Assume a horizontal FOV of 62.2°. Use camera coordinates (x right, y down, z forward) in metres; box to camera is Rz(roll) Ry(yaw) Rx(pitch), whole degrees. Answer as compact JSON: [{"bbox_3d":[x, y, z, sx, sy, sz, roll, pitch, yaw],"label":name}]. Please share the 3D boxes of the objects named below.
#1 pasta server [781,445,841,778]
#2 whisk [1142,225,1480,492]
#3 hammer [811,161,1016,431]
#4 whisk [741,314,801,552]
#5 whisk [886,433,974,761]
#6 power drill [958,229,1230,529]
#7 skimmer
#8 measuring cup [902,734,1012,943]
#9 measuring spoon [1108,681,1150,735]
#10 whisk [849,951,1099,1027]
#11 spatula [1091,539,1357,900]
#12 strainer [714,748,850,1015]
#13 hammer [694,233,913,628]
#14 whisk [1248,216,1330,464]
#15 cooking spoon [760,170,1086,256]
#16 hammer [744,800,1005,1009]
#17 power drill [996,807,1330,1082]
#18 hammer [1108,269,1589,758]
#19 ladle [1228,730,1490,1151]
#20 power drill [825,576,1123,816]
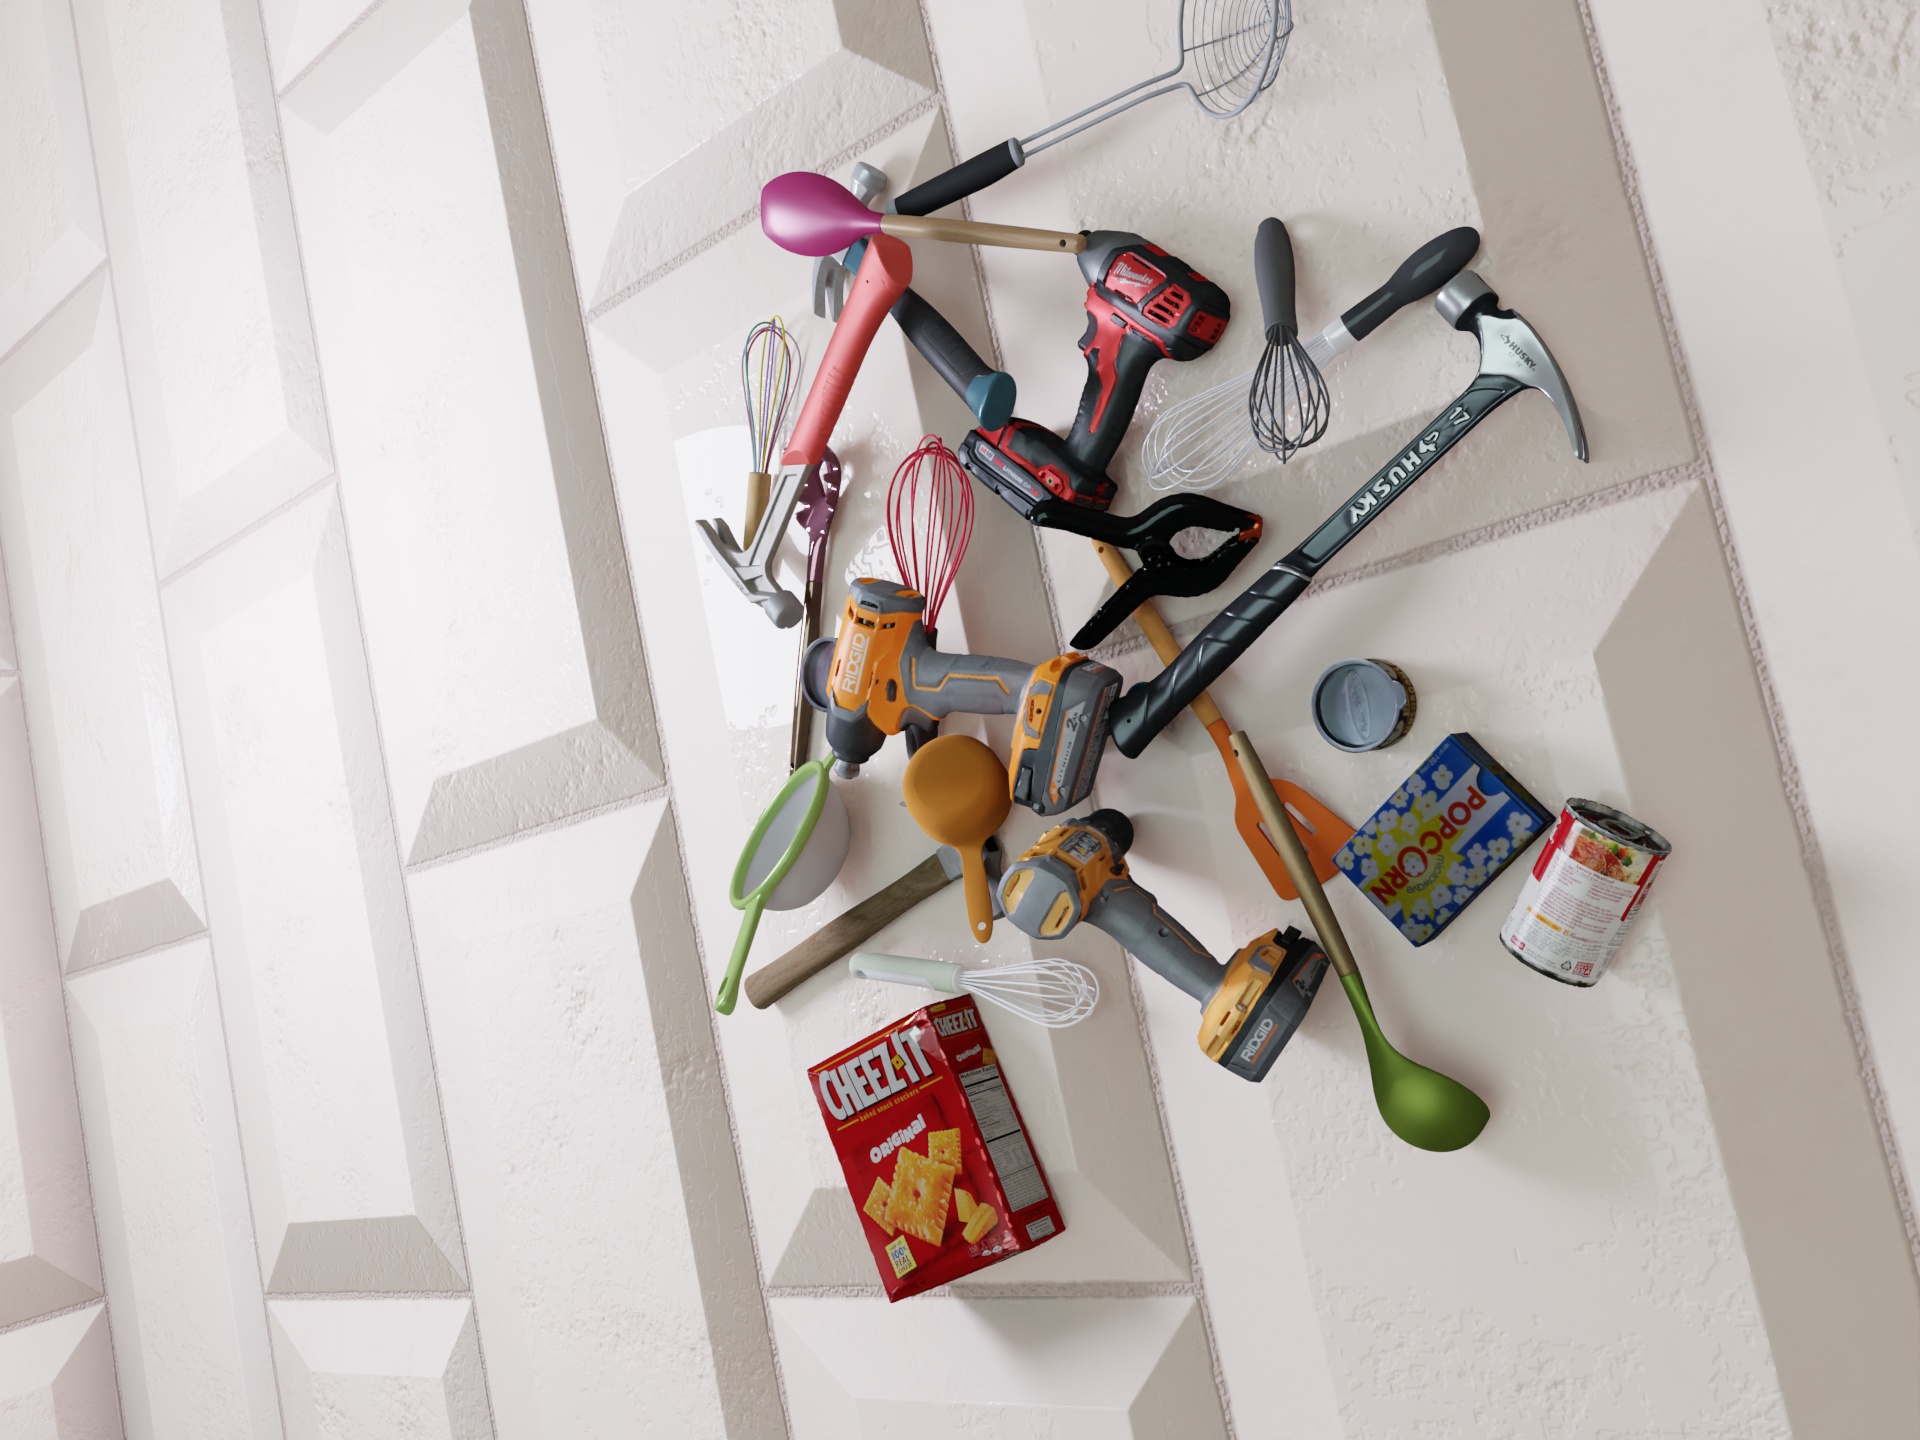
[{"bbox_3d":[-0.142,-0.100,1.450,0.060,0.040,0.316,15,102,43],"label":"pasta server"},{"bbox_3d":[0.243,-0.253,1.128,0.284,0.070,0.070,-36,70,29],"label":"whisk"},{"bbox_3d":[-0.040,-0.338,1.310,0.128,0.033,0.331,-59,43,25],"label":"hammer"},{"bbox_3d":[-0.184,-0.251,1.475,0.047,0.051,0.245,14,104,32],"label":"whisk"},{"bbox_3d":[-0.029,-0.093,1.320,0.073,0.073,0.295,23,123,36],"label":"whisk"},{"bbox_3d":[0.098,-0.266,1.228,0.143,0.078,0.219,44,115,28],"label":"power drill"},{"bbox_3d":[0.081,-0.463,1.196,0.363,0.090,0.127,-17,82,28],"label":"skimmer"},{"bbox_3d":[0.002,0.093,1.295,0.095,0.052,0.174,-13,65,8],"label":"measuring cup"},{"bbox_3d":[0.121,0.002,1.262,0.128,0.021,0.042,-24,78,46],"label":"measuring spoon"},{"bbox_3d":[0.006,0.217,1.326,0.246,0.057,0.059,2,52,34],"label":"whisk"},{"bbox_3d":[0.185,-0.015,1.204,0.081,0.041,0.323,-43,62,30],"label":"spatula"},{"bbox_3d":[-0.150,0.154,1.386,0.151,0.069,0.257,-40,27,44],"label":"strainer"},{"bbox_3d":[-0.130,-0.256,1.360,0.149,0.036,0.359,51,131,27],"label":"hammer"},{"bbox_3d":[0.218,-0.268,1.089,0.055,0.055,0.239,-28,43,36],"label":"whisk"},{"bbox_3d":[-0.040,-0.397,1.278,0.319,0.017,0.068,16,117,30],"label":"cooking spoon"},{"bbox_3d":[-0.087,0.177,1.424,0.331,0.031,0.130,-36,71,34],"label":"hammer"},{"bbox_3d":[0.153,0.148,1.166,0.226,0.185,0.084,32,113,13],"label":"power drill"},{"bbox_3d":[0.251,-0.113,1.116,0.409,0.036,0.149,-46,67,25],"label":"hammer"},{"bbox_3d":[0.270,0.148,1.111,0.320,0.062,0.078,67,160,15],"label":"ladle"},{"bbox_3d":[-0.002,-0.004,1.250,0.226,0.084,0.164,20,106,18],"label":"power drill"}]
